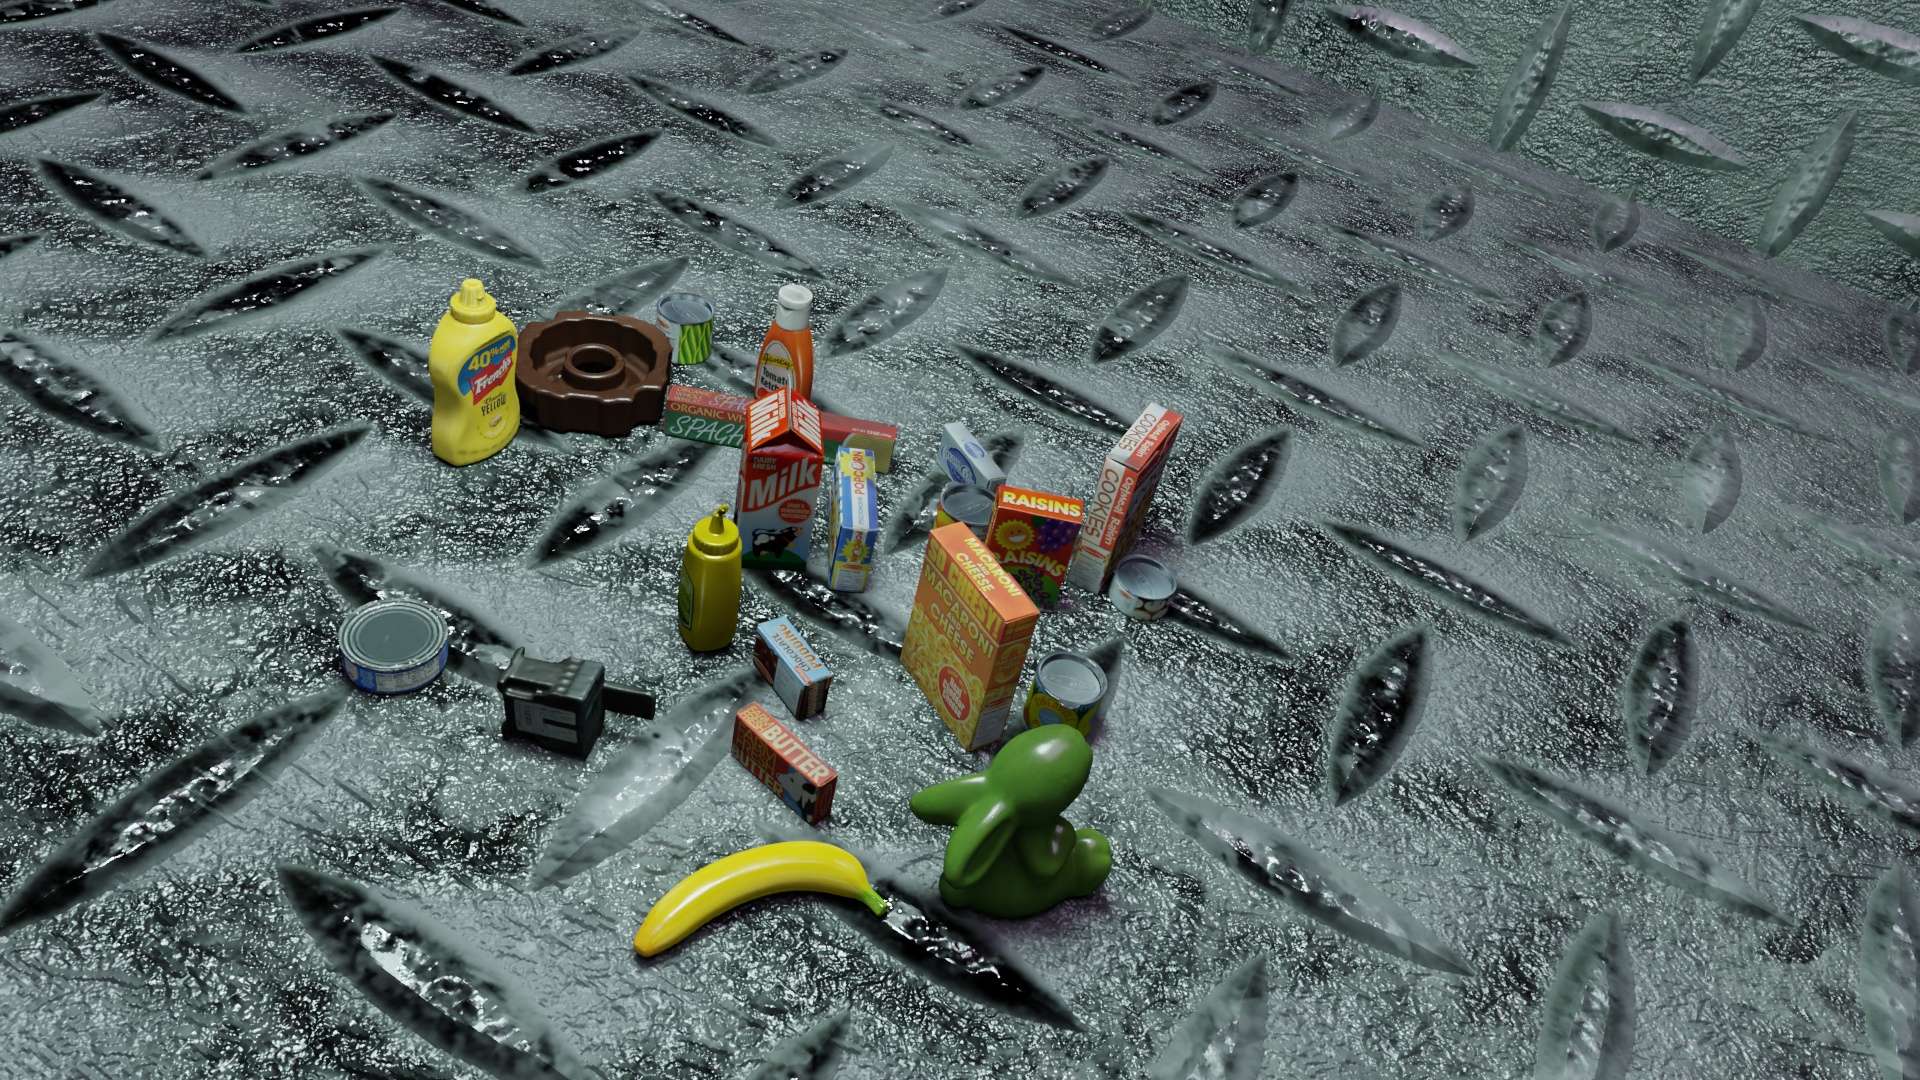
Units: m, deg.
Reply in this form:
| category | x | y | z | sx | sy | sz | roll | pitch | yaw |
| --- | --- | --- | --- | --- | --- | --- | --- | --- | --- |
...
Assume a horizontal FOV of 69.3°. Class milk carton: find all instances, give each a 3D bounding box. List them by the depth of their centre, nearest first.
| category | x | y | z | sx | sy | sz | roll | pitch | yaw |
| --- | --- | --- | --- | --- | --- | --- | --- | --- | --- |
| milk carton | -0.174 | -0.064 | 1.331 | 0.073 | 0.189 | 0.073 | 3 | 41 | -13 |

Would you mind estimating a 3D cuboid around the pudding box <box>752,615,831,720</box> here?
| category | x | y | z | sx | sy | sz | roll | pitch | yaw |
| --- | --- | --- | --- | --- | --- | --- | --- | --- | --- |
| pudding box | -0.152 | 0.113 | 1.241 | 0.030 | 0.049 | 0.084 | -19 | 50 | -34 |

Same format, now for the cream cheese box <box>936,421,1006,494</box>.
| category | x | y | z | sx | sy | sz | roll | pitch | yaw |
| --- | --- | --- | --- | --- | --- | --- | --- | --- | --- |
| cream cheese box | 0.011 | -0.078 | 1.510 | 0.024 | 0.053 | 0.104 | -13 | 47 | -29 |

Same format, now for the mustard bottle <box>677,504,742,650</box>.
| category | x | y | z | sx | sy | sz | roll | pitch | yaw |
| --- | --- | --- | --- | --- | --- | --- | --- | --- | --- |
| mustard bottle | -0.222 | 0.027 | 1.235 | 0.049 | 0.159 | 0.065 | -8 | 45 | -25 |

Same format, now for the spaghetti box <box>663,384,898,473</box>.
| category | x | y | z | sx | sy | sz | roll | pitch | yaw |
| --- | --- | --- | --- | --- | --- | --- | --- | --- | --- |
| spaghetti box | -0.195 | -0.119 | 1.499 | 0.250 | 0.049 | 0.029 | 10 | 40 | -6 |

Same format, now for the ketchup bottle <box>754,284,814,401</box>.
| category | x | y | z | sx | sy | sz | roll | pitch | yaw |
| --- | --- | --- | --- | --- | --- | --- | --- | --- | --- |
| ketchup bottle | -0.189 | -0.210 | 1.529 | 0.065 | 0.148 | 0.044 | 27 | 41 | 15 |

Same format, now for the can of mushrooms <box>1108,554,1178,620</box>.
| category | x | y | z | sx | sy | sz | roll | pitch | yaw |
| --- | --- | --- | --- | --- | --- | --- | --- | --- | --- |
| can of mushrooms | 0.189 | 0.049 | 1.432 | 0.071 | 0.033 | 0.071 | 9 | 40 | -7 |

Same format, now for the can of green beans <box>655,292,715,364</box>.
| category | x | y | z | sx | sy | sz | roll | pitch | yaw |
| --- | --- | --- | --- | --- | --- | --- | --- | --- | --- |
| can of green beans | -0.318 | -0.244 | 1.601 | 0.071 | 0.057 | 0.071 | 9 | 40 | -7 |

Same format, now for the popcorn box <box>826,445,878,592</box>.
| category | x | y | z | sx | sy | sz | roll | pitch | yaw |
| --- | --- | --- | --- | --- | --- | --- | --- | --- | --- |
| popcorn box | -0.109 | -0.022 | 1.384 | 0.038 | 0.084 | 0.127 | 5 | 41 | -11 |

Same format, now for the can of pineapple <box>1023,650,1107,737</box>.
| category | x | y | z | sx | sy | sz | roll | pitch | yaw |
| --- | --- | --- | --- | --- | --- | --- | --- | --- | --- |
| can of pineapple | 0.094 | 0.145 | 1.272 | 0.071 | 0.057 | 0.071 | 9 | 40 | -7 |

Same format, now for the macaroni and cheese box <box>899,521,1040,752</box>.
| category | x | y | z | sx | sy | sz | roll | pitch | yaw |
| --- | --- | --- | --- | --- | --- | --- | --- | --- | --- |
| macaroni and cheese box | 0.005 | 0.085 | 1.230 | 0.040 | 0.165 | 0.124 | -15 | 48 | -31 |

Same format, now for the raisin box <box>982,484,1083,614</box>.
| category | x | y | z | sx | sy | sz | roll | pitch | yaw |
| --- | --- | --- | --- | --- | --- | --- | --- | --- | --- |
| raisin box | 0.066 | 0.009 | 1.371 | 0.086 | 0.122 | 0.040 | 11 | 40 | -4 |

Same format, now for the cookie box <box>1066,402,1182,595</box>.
| category | x | y | z | sx | sy | sz | roll | pitch | yaw |
| --- | --- | --- | --- | --- | --- | --- | --- | --- | --- |
| cookie box | 0.169 | -0.043 | 1.429 | 0.040 | 0.166 | 0.123 | 26 | 41 | 14 |

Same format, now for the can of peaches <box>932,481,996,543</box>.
| category | x | y | z | sx | sy | sz | roll | pitch | yaw |
| --- | --- | --- | --- | --- | --- | --- | --- | --- | --- |
| can of peaches | 0.005 | -0.018 | 1.435 | 0.071 | 0.057 | 0.071 | 9 | 40 | -7 |

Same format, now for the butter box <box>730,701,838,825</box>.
| category | x | y | z | sx | sy | sz | roll | pitch | yaw |
| --- | --- | --- | --- | --- | --- | --- | --- | --- | --- |
| butter box | -0.148 | 0.185 | 1.156 | 0.104 | 0.052 | 0.024 | 36 | 44 | 24 |
